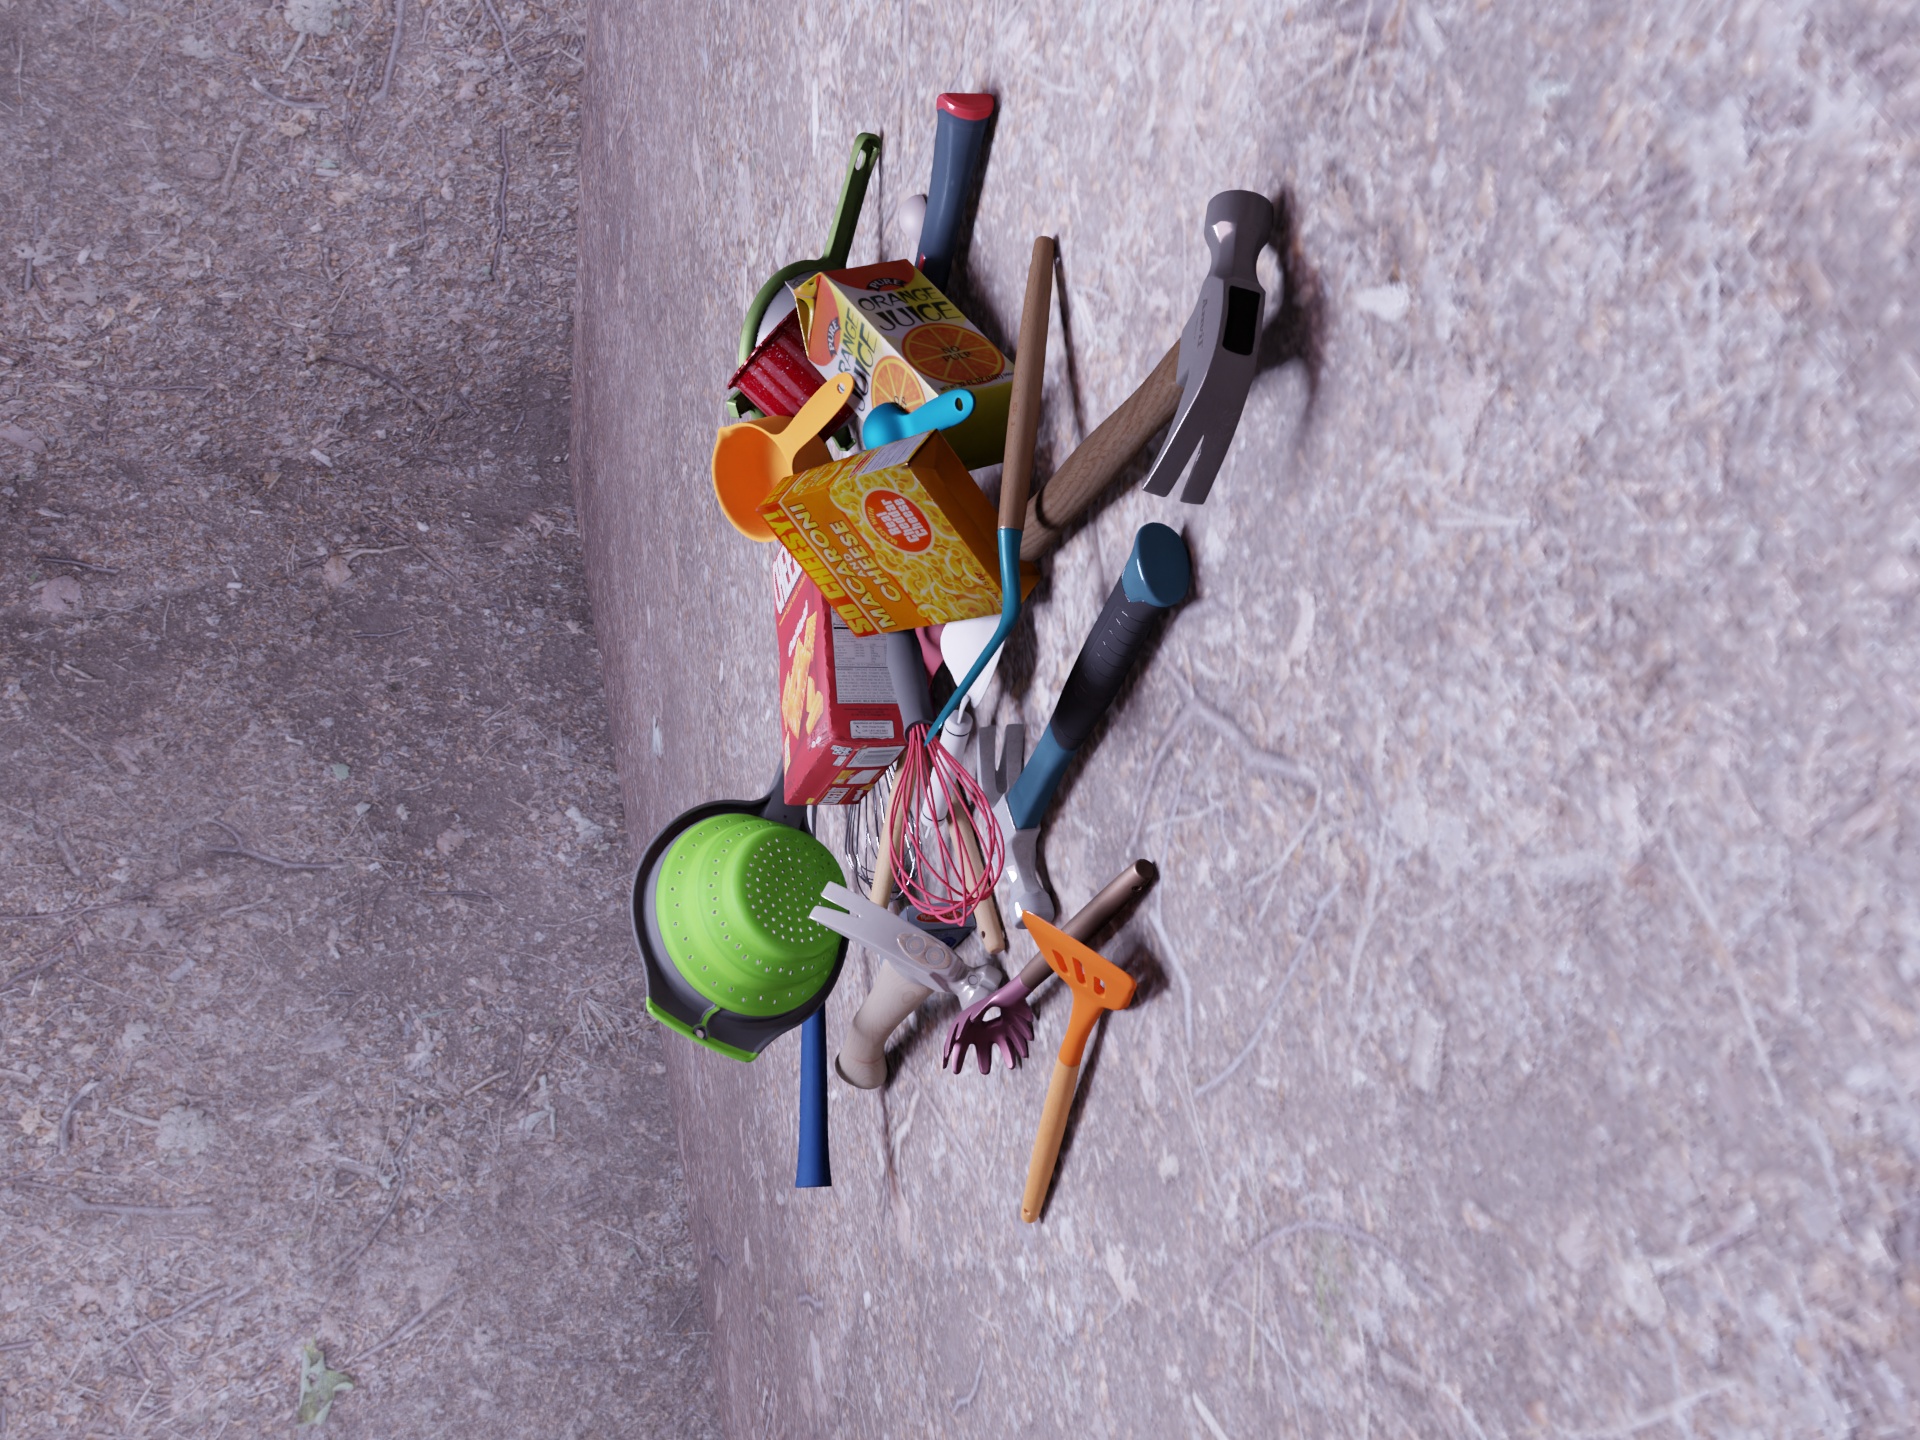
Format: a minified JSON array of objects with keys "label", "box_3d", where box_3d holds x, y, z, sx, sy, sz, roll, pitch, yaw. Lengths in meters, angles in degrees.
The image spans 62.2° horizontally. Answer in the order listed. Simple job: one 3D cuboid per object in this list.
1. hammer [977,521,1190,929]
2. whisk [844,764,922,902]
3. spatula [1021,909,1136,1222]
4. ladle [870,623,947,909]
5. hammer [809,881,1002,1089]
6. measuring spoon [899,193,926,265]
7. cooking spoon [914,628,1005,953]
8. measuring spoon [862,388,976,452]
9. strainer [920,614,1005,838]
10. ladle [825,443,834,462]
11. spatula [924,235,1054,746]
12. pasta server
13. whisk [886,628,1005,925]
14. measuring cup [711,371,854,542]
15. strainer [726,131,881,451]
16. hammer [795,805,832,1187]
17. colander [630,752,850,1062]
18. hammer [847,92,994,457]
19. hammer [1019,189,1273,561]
[{"label":"hammer","box_3d":[0.069,0.000,0.962,0.330,0.033,0.128,114,145,-54]},{"label":"whisk","box_3d":[-0.077,0.021,1.364,0.070,0.070,0.285,121,145,-60]},{"label":"spatula","box_3d":[0.061,0.237,1.025,0.081,0.041,0.322,31,135,24]},{"label":"ladle","box_3d":[-0.039,0.030,1.218,0.069,0.031,0.315,-123,41,-60]},{"label":"hammer","box_3d":[-0.075,0.242,1.331,0.038,0.146,0.410,-60,-2,-27]},{"label":"measuring spoon","box_3d":[-0.044,-0.346,1.226,0.124,0.018,0.034,103,154,-44]},{"label":"cooking spoon","box_3d":[-0.014,0.037,1.234,0.068,0.017,0.319,-51,45,43]},{"label":"measuring spoon","box_3d":[-0.030,-0.188,1.004,0.129,0.021,0.042,-6,102,60]},{"label":"strainer","box_3d":[-0.002,-0.004,1.128,0.087,0.050,0.258,-83,6,-48]},{"label":"ladle","box_3d":[-0.087,-0.181,1.380,0.078,0.062,0.320,-51,54,57]},{"label":"spatula","box_3d":[0.022,-0.139,0.944,0.082,0.044,0.317,131,146,-80]},{"label":"pasta server","box_3d":[0.056,0.165,1.030,0.316,0.060,0.040,124,146,-55]},{"label":"whisk","box_3d":[-0.023,0.021,1.042,0.296,0.073,0.073,-104,19,-50]},{"label":"measuring cup","box_3d":[-0.109,-0.197,1.131,0.173,0.052,0.095,-37,82,43]},{"label":"strainer","box_3d":[-0.089,-0.342,1.278,0.069,0.151,0.256,21,98,35]},{"label":"hammer","box_3d":[-0.140,0.228,1.496,0.144,0.035,0.406,96,172,-76]},{"label":"colander","box_3d":[-0.141,0.088,1.361,0.094,0.204,0.397,-32,33,47]},{"label":"hammer","box_3d":[-0.028,-0.272,1.169,0.386,0.038,0.143,108,150,-48]},{"label":"hammer","box_3d":[0.082,-0.145,0.857,0.331,0.031,0.130,142,138,-72]}]
